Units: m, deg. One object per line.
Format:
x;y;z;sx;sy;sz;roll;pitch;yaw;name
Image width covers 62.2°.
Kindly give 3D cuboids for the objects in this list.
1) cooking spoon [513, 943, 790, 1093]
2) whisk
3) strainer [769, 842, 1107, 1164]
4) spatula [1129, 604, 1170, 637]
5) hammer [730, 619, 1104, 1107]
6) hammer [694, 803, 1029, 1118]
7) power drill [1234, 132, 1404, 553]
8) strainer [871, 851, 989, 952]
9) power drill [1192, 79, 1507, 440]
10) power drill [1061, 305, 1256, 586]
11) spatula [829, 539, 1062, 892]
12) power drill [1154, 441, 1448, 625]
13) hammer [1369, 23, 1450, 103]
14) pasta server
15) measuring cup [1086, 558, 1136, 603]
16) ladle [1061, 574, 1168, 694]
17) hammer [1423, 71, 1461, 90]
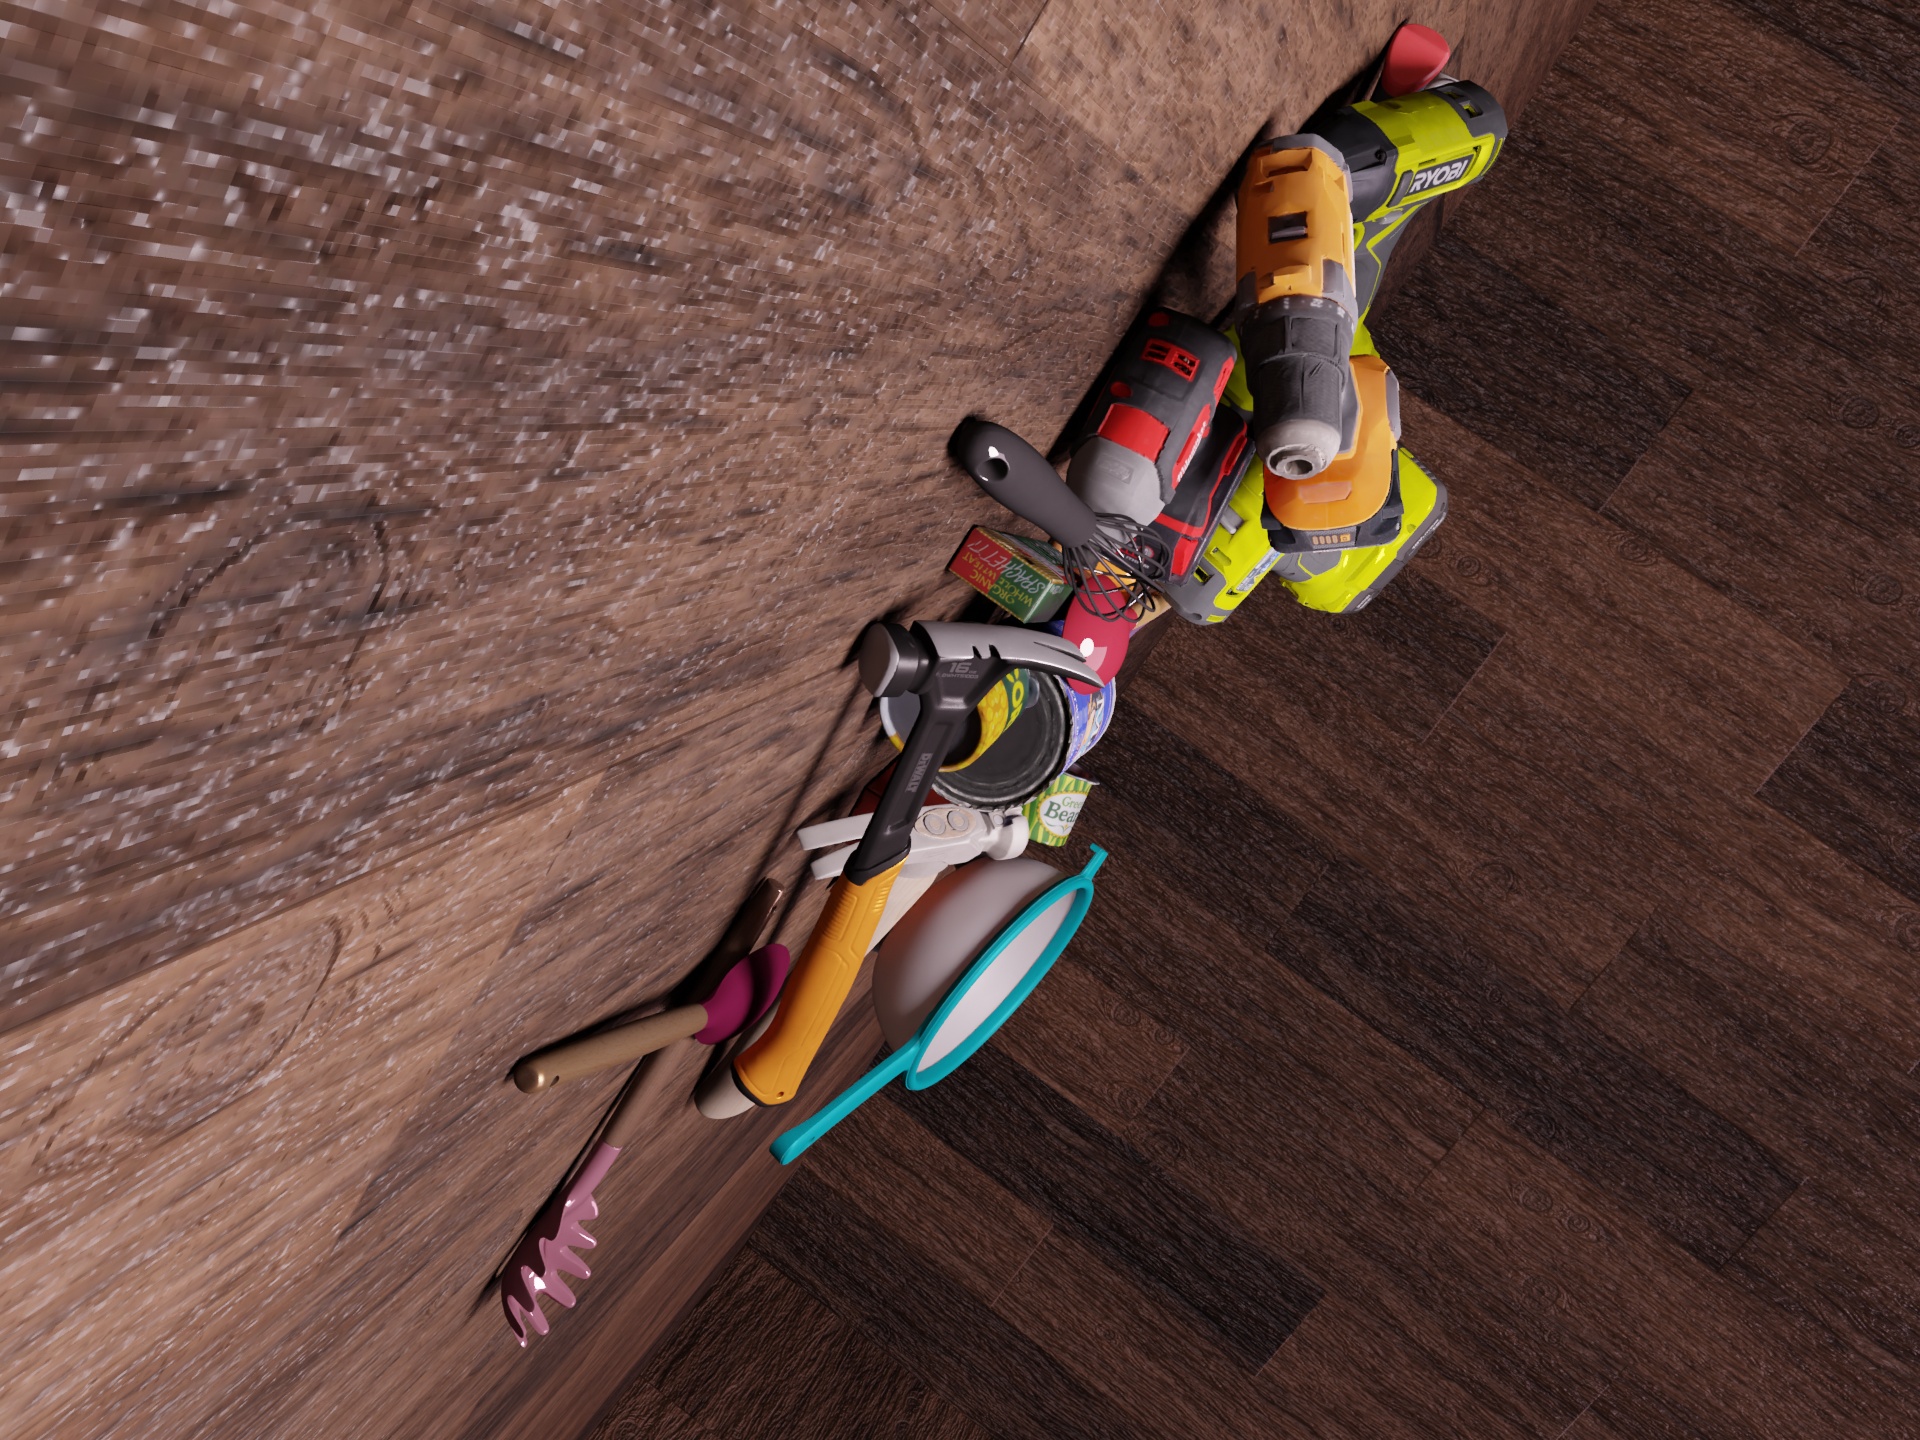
-0.145;0.156;0.813;0.069;0.017;0.318;-60;168;4;cooking spoon
0.050;-0.093;0.752;0.055;0.055;0.238;-55;154;4;whisk
-0.040;0.202;1.188;0.340;0.095;0.210;-32;155;-41;strainer
0.177;-0.103;1.381;0.316;0.018;0.060;-38;-152;46;spatula
-0.045;0.088;0.843;0.127;0.034;0.336;2;130;-34;hammer
-0.107;0.175;1.058;0.146;0.038;0.410;-5;148;-34;hammer
0.192;-0.172;0.863;0.226;0.084;0.185;54;36;-59;power drill
-0.002;0.128;1.303;0.258;0.050;0.086;-38;161;8;strainer
0.231;-0.288;1.010;0.171;0.080;0.223;-25;155;-28;power drill
0.111;-0.146;0.933;0.143;0.078;0.219;-64;169;4;power drill
-0.002;-0.004;1.110;0.322;0.041;0.081;-63;171;25;spatula
0.253;-0.151;1.118;0.228;0.080;0.190;-2;138;-53;power drill
0.247;-0.330;1.153;0.143;0.038;0.386;-51;172;-37;hammer
-0.183;0.227;0.922;0.316;0.040;0.060;-57;164;9;pasta server
0.089;-0.082;1.089;0.095;0.052;0.174;114;2;-60;measuring cup
0.109;-0.066;1.019;0.315;0.031;0.069;-31;127;-73;ladle
0.289;-0.316;1.273;0.405;0.035;0.144;-65;178;29;hammer
